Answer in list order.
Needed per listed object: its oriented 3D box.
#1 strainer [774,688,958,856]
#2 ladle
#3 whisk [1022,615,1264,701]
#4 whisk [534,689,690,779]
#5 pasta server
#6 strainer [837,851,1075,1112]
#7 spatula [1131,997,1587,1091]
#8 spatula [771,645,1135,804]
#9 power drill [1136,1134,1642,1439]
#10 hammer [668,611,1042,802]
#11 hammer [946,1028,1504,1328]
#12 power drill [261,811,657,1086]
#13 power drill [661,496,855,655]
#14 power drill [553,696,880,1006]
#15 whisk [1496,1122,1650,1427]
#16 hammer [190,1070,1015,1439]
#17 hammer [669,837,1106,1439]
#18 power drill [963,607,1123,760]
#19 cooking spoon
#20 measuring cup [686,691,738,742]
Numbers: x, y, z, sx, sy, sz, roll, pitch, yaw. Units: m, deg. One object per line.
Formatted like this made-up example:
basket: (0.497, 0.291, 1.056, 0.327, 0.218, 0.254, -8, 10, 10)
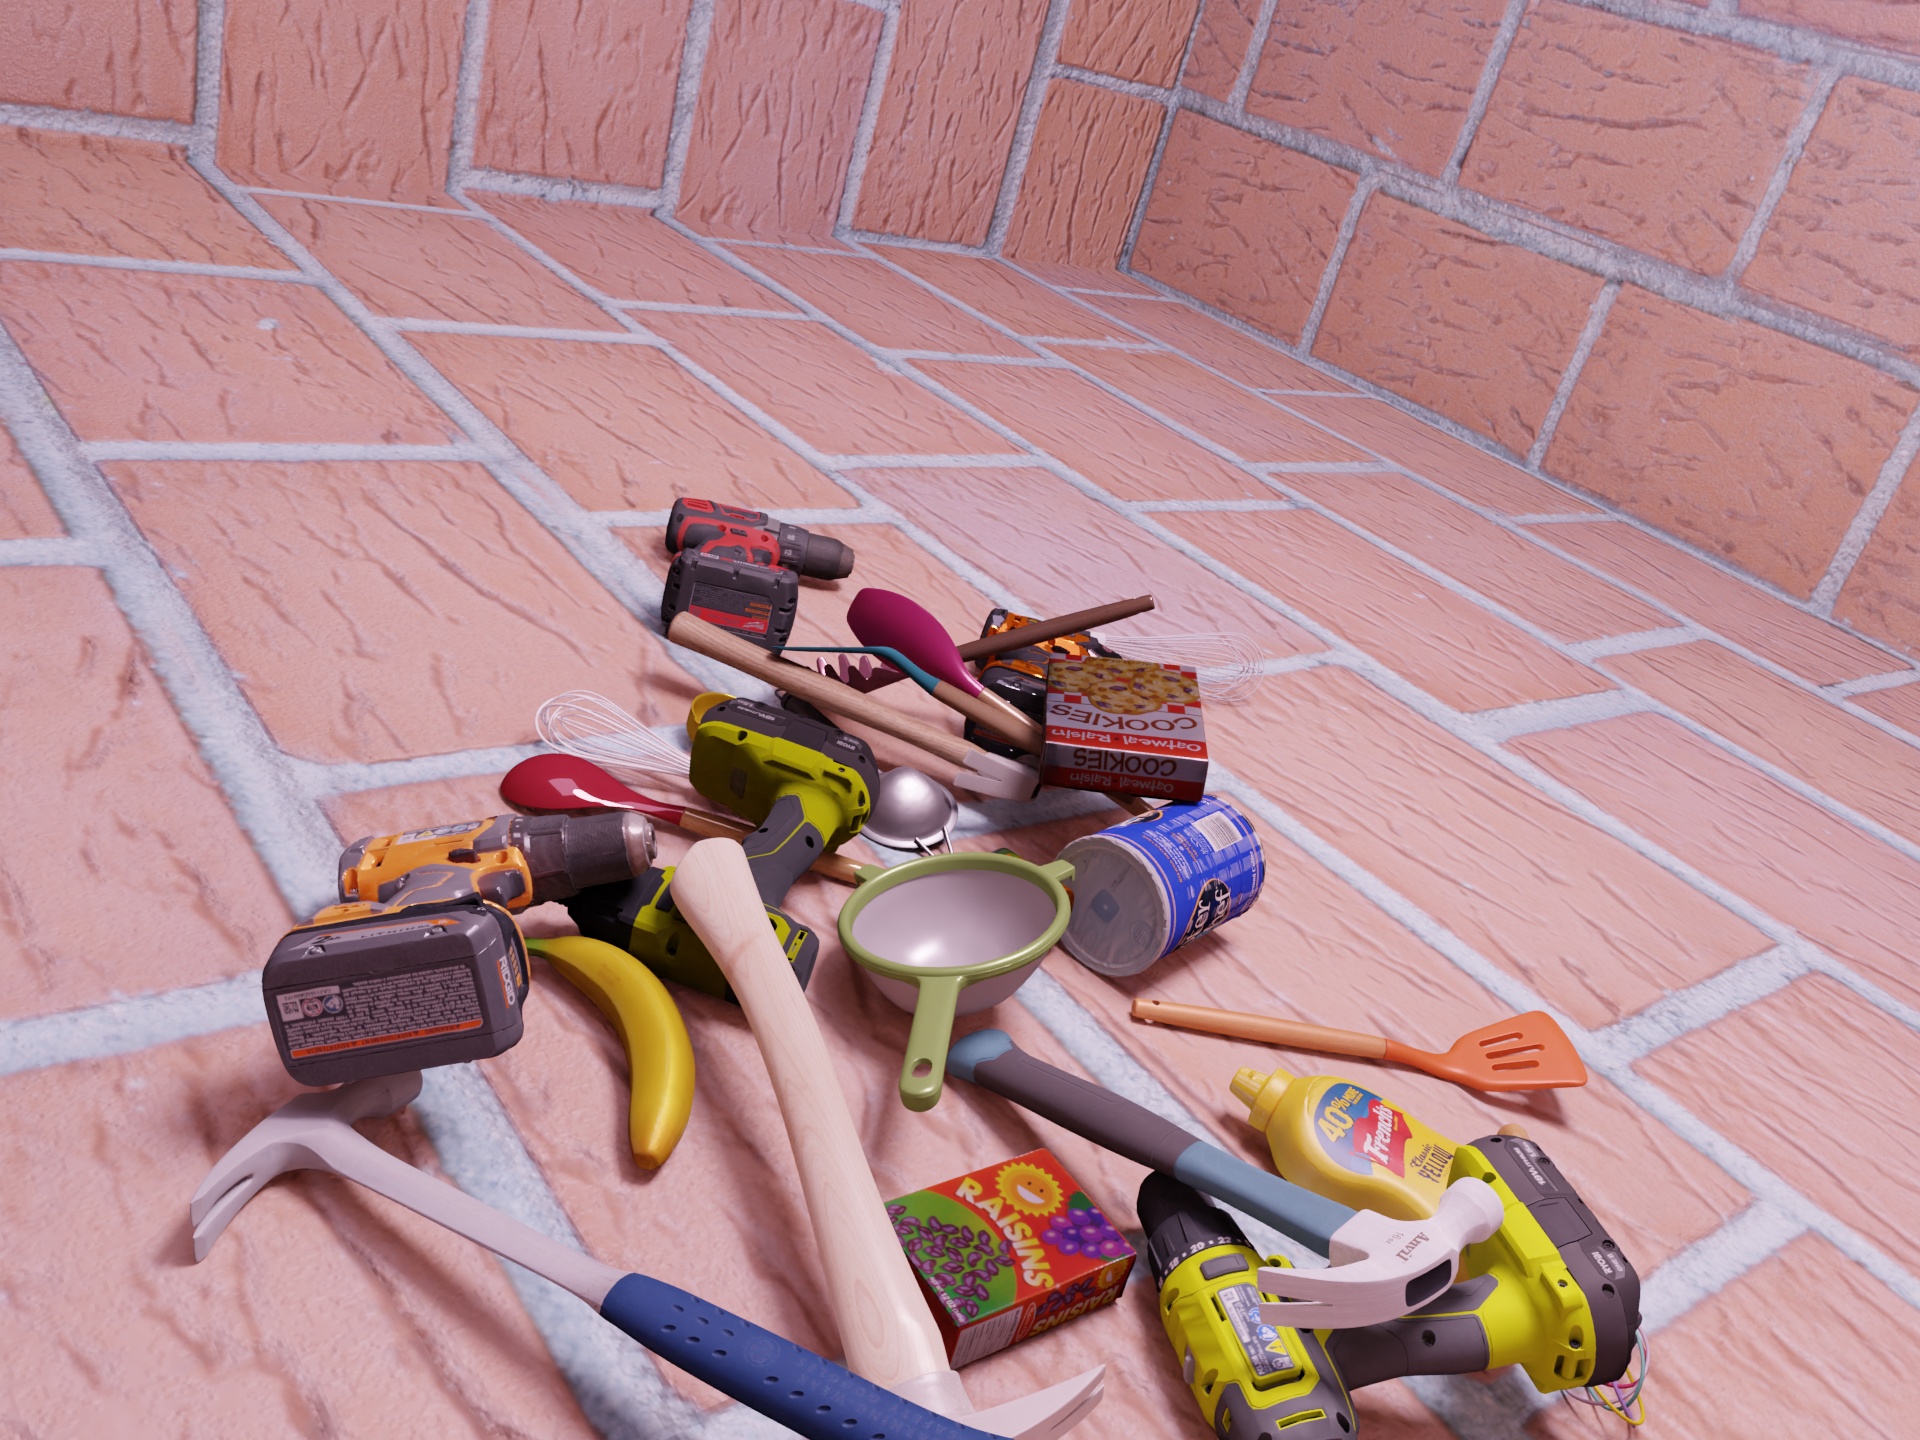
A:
strainer: (-0.083, 0.031, 1.281, 0.087, 0.050, 0.259, -20, 39, -30)
ladle: (-0.176, 0.079, 1.148, 0.315, 0.031, 0.069, 18, 27, -2)
whisk: (0.169, -0.074, 1.611, 0.284, 0.070, 0.070, 10, 27, -2)
whisk: (-0.202, 0.037, 1.193, 0.246, 0.057, 0.059, 21, 47, 1)
pasta server: (0.010, -0.068, 1.368, 0.316, 0.040, 0.060, -15, 8, 11)
strainer: (-0.007, 0.173, 0.989, 0.151, 0.069, 0.256, -2, 26, 8)
spatula: (0.277, 0.220, 1.119, 0.322, 0.041, 0.081, 11, 28, -10)
spatula: (-0.002, -0.004, 1.297, 0.317, 0.044, 0.082, 29, 6, 10)
power drill: (0.217, 0.297, 0.847, 0.228, 0.080, 0.191, -9, 32, -11)
hammer: (-0.086, -0.012, 1.296, 0.331, 0.031, 0.130, 24, 7, 5)
hammer: (0.118, 0.238, 0.880, 0.128, 0.033, 0.331, -24, 26, -37)
power drill: (-0.269, 0.109, 0.888, 0.185, 0.084, 0.226, -9, 16, -4)
power drill: (-0.192, -0.141, 1.513, 0.188, 0.080, 0.227, 12, 24, -11)
power drill: (-0.155, 0.085, 1.064, 0.171, 0.080, 0.223, 20, 38, 4)
whisk: (0.364, 0.324, 0.966, 0.047, 0.051, 0.245, 10, 23, -1)
hammer: (-0.167, 0.260, 0.721, 0.406, 0.035, 0.144, 17, 25, 23)
hammer: (-0.069, 0.206, 0.845, 0.146, 0.038, 0.411, -14, 43, -16)
power drill: (0.088, -0.026, 1.446, 0.164, 0.084, 0.227, 17, 22, 0)
cooking spoon: (0.037, -0.007, 1.318, 0.319, 0.068, 0.017, 35, 34, 6)
measuring cup: (-0.159, 0.037, 1.249, 0.062, 0.029, 0.157, -15, 52, -47)
